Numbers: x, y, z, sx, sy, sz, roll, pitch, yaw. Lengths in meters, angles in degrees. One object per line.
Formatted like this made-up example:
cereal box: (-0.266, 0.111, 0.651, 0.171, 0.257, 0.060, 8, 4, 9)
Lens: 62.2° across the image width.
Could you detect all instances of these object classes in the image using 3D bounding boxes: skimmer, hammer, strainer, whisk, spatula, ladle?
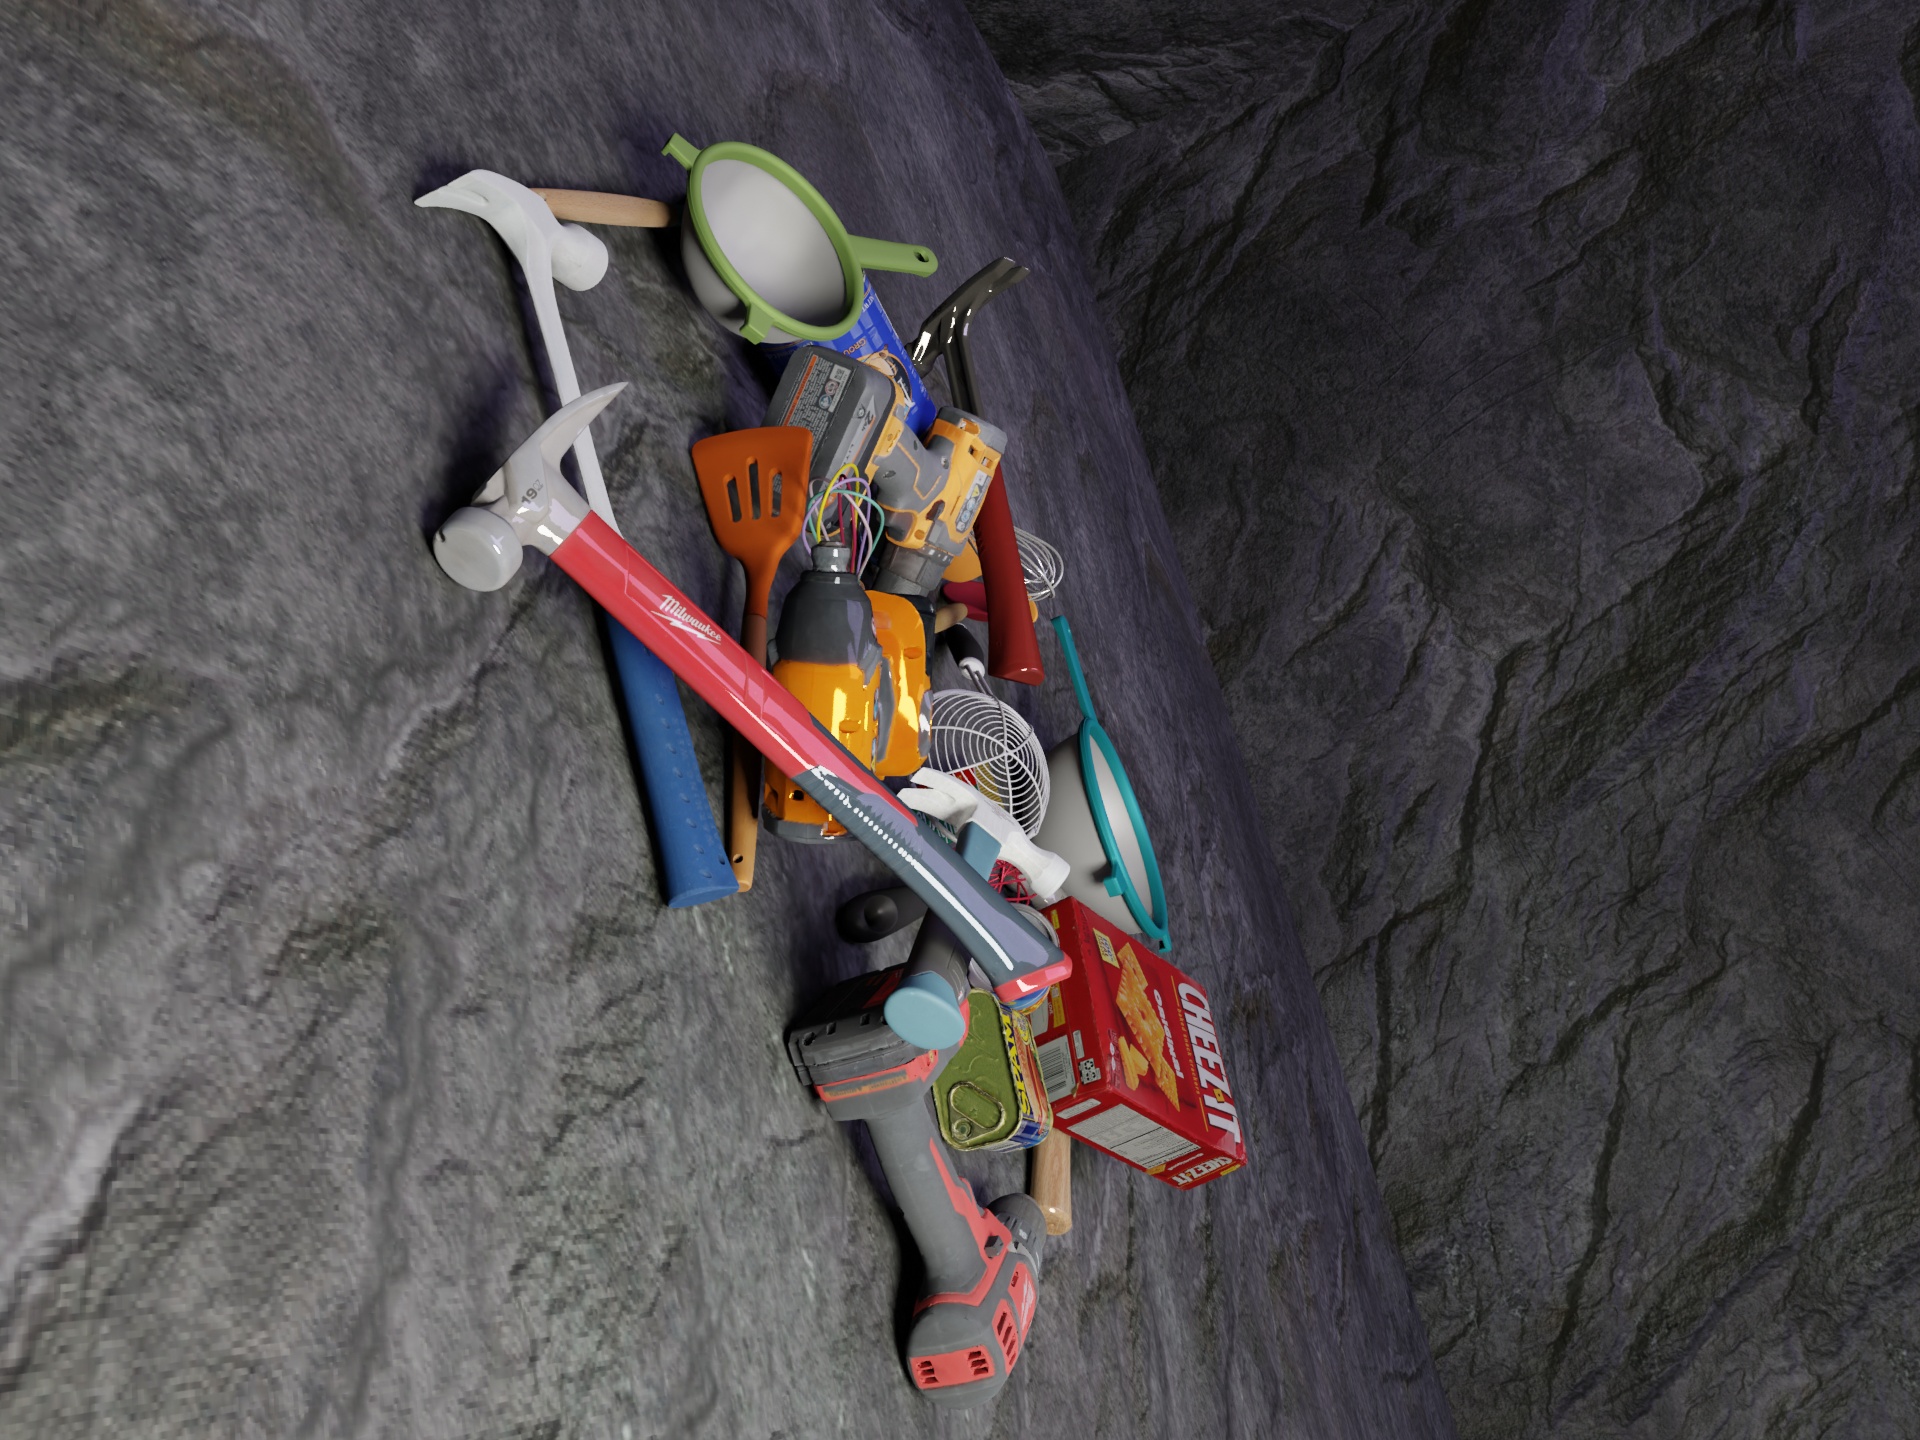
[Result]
skimmer: (-0.002, -0.004, 1.276, 0.127, 0.090, 0.363, 37, 9, -16)
hammer: (0.075, 0.257, 1.254, 0.130, 0.031, 0.332, 47, 28, -27)
strainer: (-0.112, -0.322, 1.132, 0.256, 0.069, 0.151, -16, 80, -54)
hammer: (0.001, 0.109, 0.948, 0.128, 0.033, 0.331, 40, 16, -4)
whisk: (-0.073, -0.100, 1.070, 0.244, 0.051, 0.047, 90, -3, -68)
strainer: (0.099, 0.056, 1.493, 0.210, 0.095, 0.341, 48, 24, -58)
hammer: (0.026, -0.194, 1.274, 0.036, 0.149, 0.359, 14, 55, -41)
whisk: (-0.011, 0.121, 1.121, 0.295, 0.073, 0.073, -5, 75, -67)
spatula: (-0.128, -0.046, 0.954, 0.041, 0.081, 0.323, 77, 9, -54)
spatula: (-0.215, -0.333, 1.063, 0.082, 0.044, 0.317, 69, 21, -7)
ladle: (-0.003, -0.093, 1.374, 0.315, 0.069, 0.031, -42, 152, -78)
hammer: (-0.078, 0.001, 0.806, 0.386, 0.038, 0.143, 44, 43, -18)
whisk: (-0.004, -0.181, 1.355, 0.246, 0.058, 0.059, 43, -9, 25)
hammer: (-0.190, -0.101, 0.835, 0.144, 0.035, 0.406, 17, 54, -71)

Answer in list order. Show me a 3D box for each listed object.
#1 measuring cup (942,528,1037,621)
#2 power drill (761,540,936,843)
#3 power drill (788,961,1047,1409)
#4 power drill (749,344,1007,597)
measuring cup: (0.010, -0.145, 1.391, 0.052, 0.095, 0.174, 19, 27, -45)
power drill: (-0.066, -0.027, 0.952, 0.226, 0.084, 0.164, -53, 146, -80)
power drill: (-0.008, 0.256, 0.930, 0.188, 0.080, 0.226, -32, 104, -74)
power drill: (-0.063, -0.159, 1.164, 0.084, 0.185, 0.226, 28, 7, 28)
